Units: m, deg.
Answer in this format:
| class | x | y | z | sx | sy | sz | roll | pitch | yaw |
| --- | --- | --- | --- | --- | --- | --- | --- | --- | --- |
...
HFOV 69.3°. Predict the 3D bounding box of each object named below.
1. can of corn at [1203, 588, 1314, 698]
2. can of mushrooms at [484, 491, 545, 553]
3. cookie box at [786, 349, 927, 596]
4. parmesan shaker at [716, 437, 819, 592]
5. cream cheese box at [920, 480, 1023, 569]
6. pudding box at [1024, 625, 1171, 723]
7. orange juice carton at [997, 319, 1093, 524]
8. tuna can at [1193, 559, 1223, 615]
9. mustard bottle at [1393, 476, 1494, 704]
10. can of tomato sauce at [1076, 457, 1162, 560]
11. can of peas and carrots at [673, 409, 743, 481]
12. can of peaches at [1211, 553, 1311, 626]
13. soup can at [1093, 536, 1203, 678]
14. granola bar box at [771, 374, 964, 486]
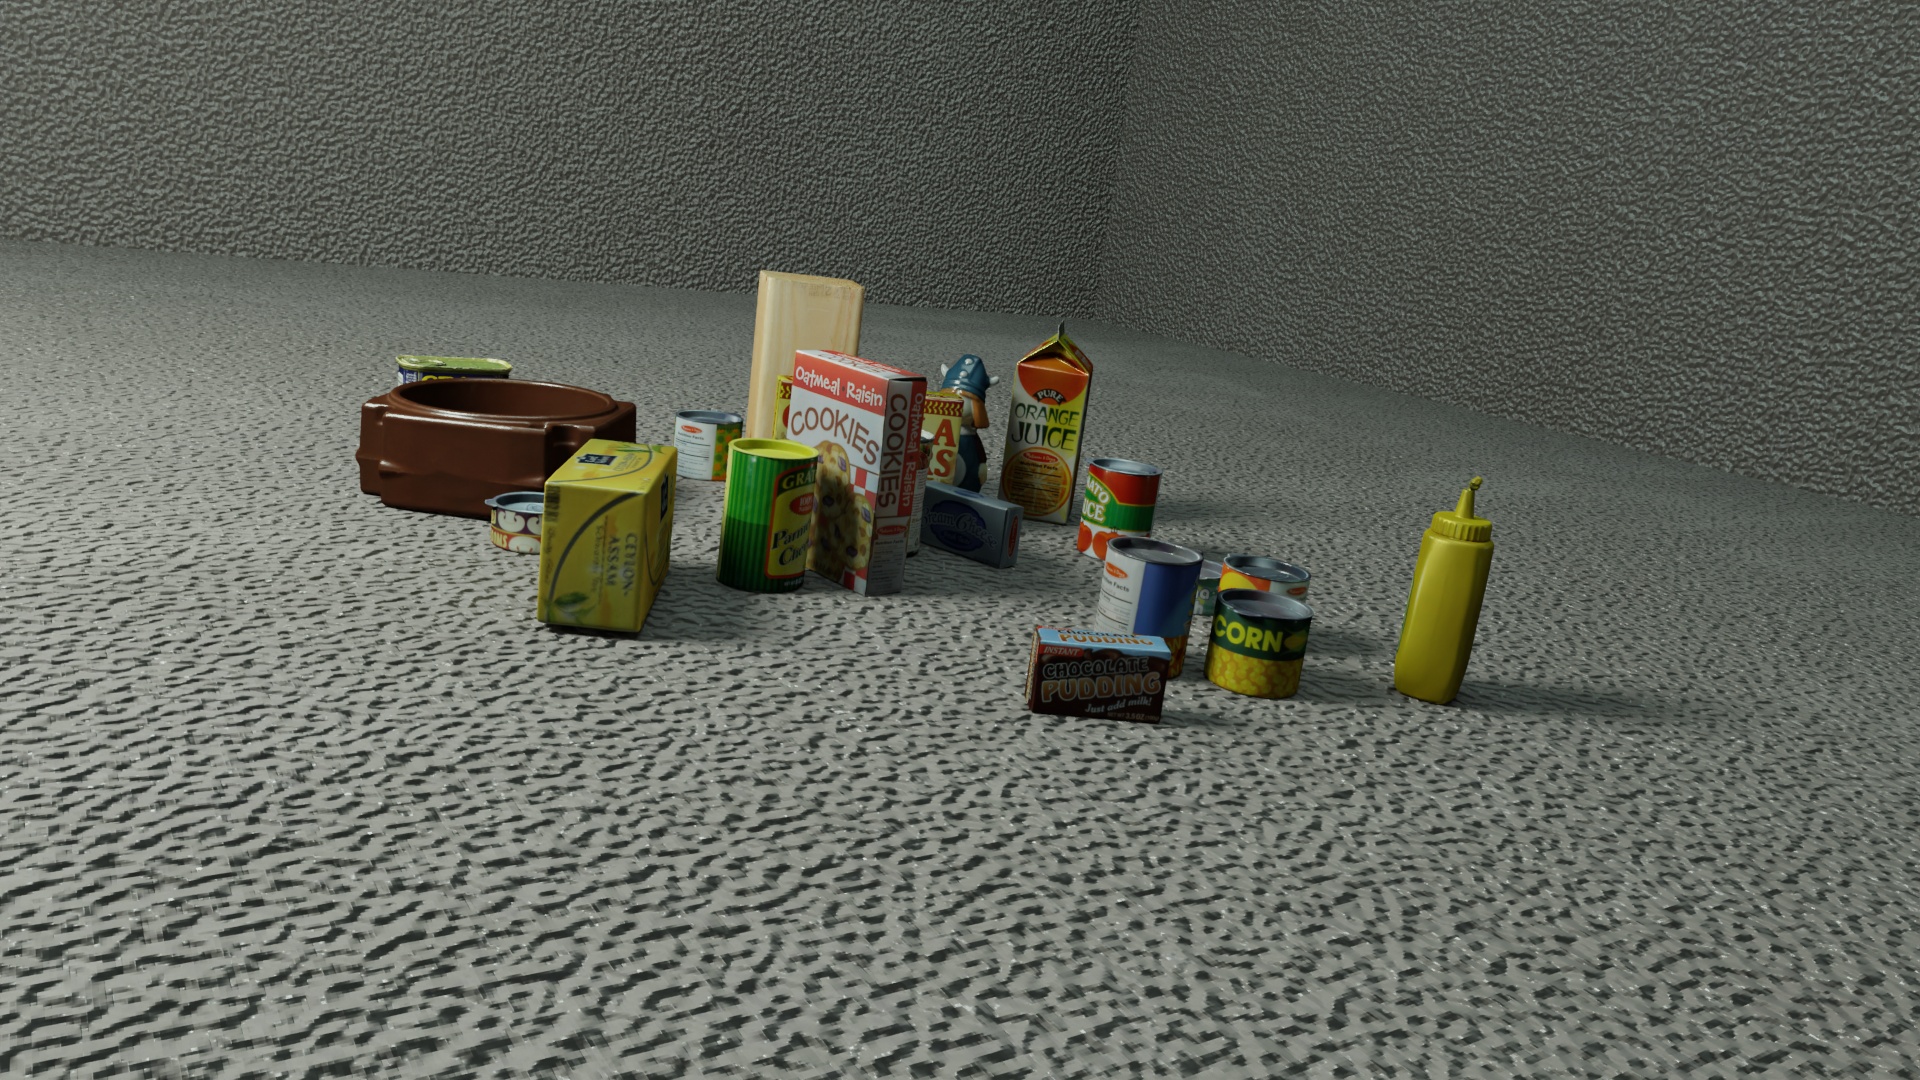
| class | x | y | z | sx | sy | sz | roll | pitch | yaw |
| --- | --- | --- | --- | --- | --- | --- | --- | --- | --- |
| can of corn | 0.203 | 0.071 | 0.952 | 0.071 | 0.058 | 0.071 | 7 | 14 | -2 |
| can of mushrooms | -0.325 | -0.014 | 1.056 | 0.071 | 0.033 | 0.071 | 7 | 14 | -2 |
| cookie box | -0.086 | -0.056 | 1.073 | 0.040 | 0.167 | 0.123 | -5 | 18 | -41 |
| parmesan shaker | -0.142 | -0.020 | 1.033 | 0.071 | 0.102 | 0.071 | 7 | 14 | -2 |
| cream cheese box | 0.004 | -0.015 | 1.193 | 0.104 | 0.053 | 0.024 | 18 | 17 | 37 |
| pudding box | 0.085 | 0.082 | 0.861 | 0.084 | 0.049 | 0.030 | 6 | 14 | -7 |
| orange juice carton | 0.086 | -0.119 | 1.362 | 0.073 | 0.192 | 0.072 | 9 | 14 | 7 |
| tuna can | 0.186 | 0.036 | 1.130 | 0.071 | 0.032 | 0.071 | 7 | 14 | -2 |
| mustard bottle | 0.341 | 0.031 | 0.972 | 0.049 | 0.159 | 0.065 | 14 | 15 | 24 |
| can of tomato sauce | 0.141 | -0.028 | 1.255 | 0.071 | 0.083 | 0.071 | 7 | 14 | -2 |
| can of peas and carrots | -0.246 | -0.094 | 1.360 | 0.071 | 0.058 | 0.071 | 7 | 14 | -2 |
| can of peaches | 0.227 | 0.047 | 1.058 | 0.071 | 0.058 | 0.071 | 7 | 14 | -2 |
| soup can | 0.130 | 0.046 | 0.959 | 0.071 | 0.083 | 0.071 | 7 | 14 | -2 |
| granola bar box | -0.086 | -0.077 | 1.245 | 0.166 | 0.123 | 0.039 | 5 | 14 | -10 |
